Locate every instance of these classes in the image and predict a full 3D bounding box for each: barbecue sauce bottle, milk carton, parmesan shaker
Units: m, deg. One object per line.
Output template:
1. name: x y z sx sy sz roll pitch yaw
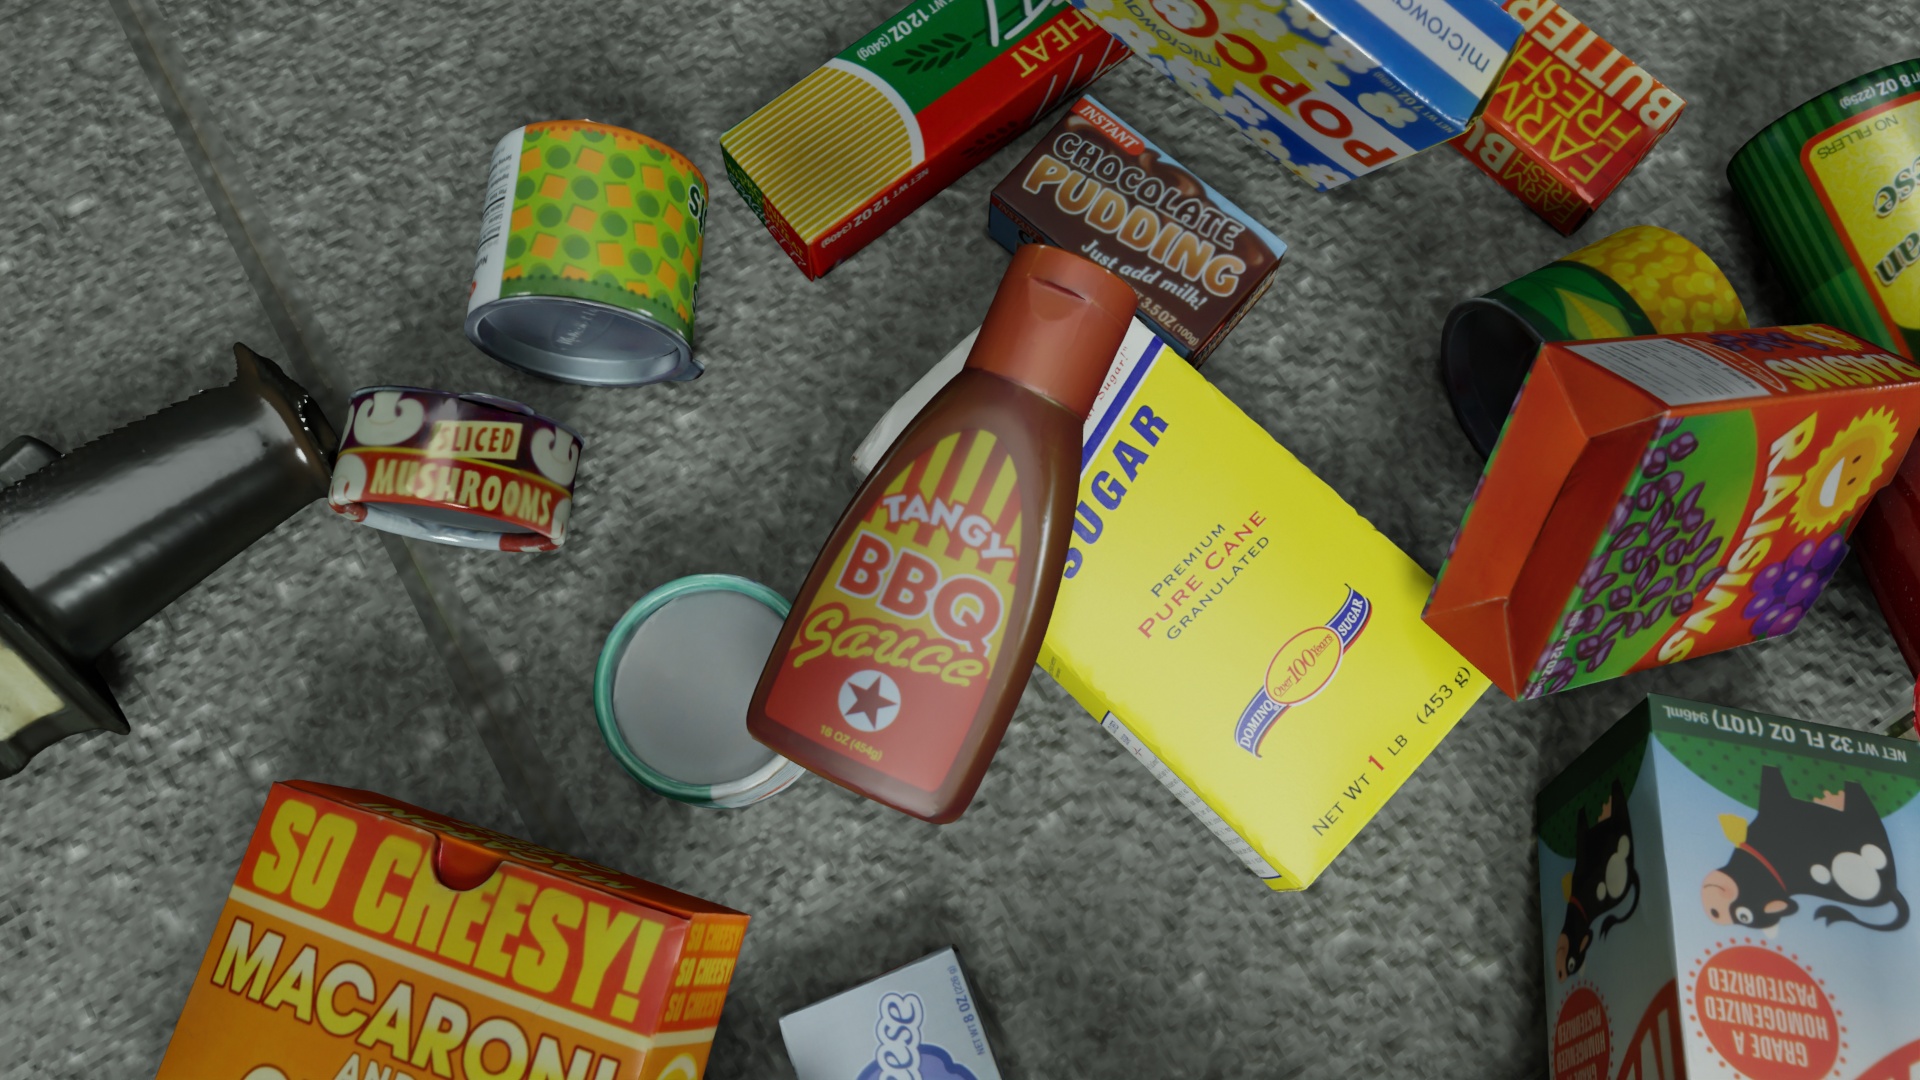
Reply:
1. barbecue sauce bottle: 0.001 -0.005 0.368 0.065 0.043 0.148 24 85 11
2. milk carton: 0.190 0.140 0.330 0.072 0.073 0.191 10 57 2
3. parmesan shaker: 0.285 -0.084 0.421 0.071 0.071 0.103 -17 76 -4

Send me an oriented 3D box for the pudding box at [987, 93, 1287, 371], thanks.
1. pudding box: 0.056 -0.096 0.443 0.084 0.030 0.050 41 78 10

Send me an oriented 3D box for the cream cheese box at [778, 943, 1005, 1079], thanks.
1. cream cheese box: -0.007 0.169 0.375 0.053 0.024 0.104 -21 76 -4

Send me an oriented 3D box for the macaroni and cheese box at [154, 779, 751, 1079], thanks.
1. macaroni and cheese box: -0.134 0.153 0.327 0.124 0.040 0.167 12 77 18

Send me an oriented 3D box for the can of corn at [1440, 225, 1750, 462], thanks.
1. can of corn: 0.189 -0.051 0.411 0.058 0.071 0.071 -25 77 -7

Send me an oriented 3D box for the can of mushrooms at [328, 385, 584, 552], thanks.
1. can of mushrooms: -0.145 -0.020 0.402 0.071 0.071 0.033 6 77 2

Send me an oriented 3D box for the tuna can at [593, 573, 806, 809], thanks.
1. tuna can: -0.073 0.042 0.404 0.071 0.032 0.071 0 75 0

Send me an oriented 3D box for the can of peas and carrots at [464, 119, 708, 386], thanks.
1. can of peas and carrots: -0.110 -0.085 0.422 0.071 0.070 0.059 2 75 1

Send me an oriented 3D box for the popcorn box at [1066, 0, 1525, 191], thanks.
1. popcorn box: 0.089 -0.161 0.412 0.126 0.085 0.038 33 86 -12

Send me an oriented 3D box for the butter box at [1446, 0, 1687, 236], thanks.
1. butter box: 0.181 -0.154 0.461 0.103 0.024 0.053 44 79 10

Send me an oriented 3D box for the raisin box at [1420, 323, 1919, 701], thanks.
1. raisin box: 0.191 -0.011 0.367 0.124 0.085 0.040 -8 36 -30

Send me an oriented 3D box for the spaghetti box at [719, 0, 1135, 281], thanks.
1. spaghetti box: 0.034 -0.180 0.466 0.250 0.028 0.050 -38 79 -9
